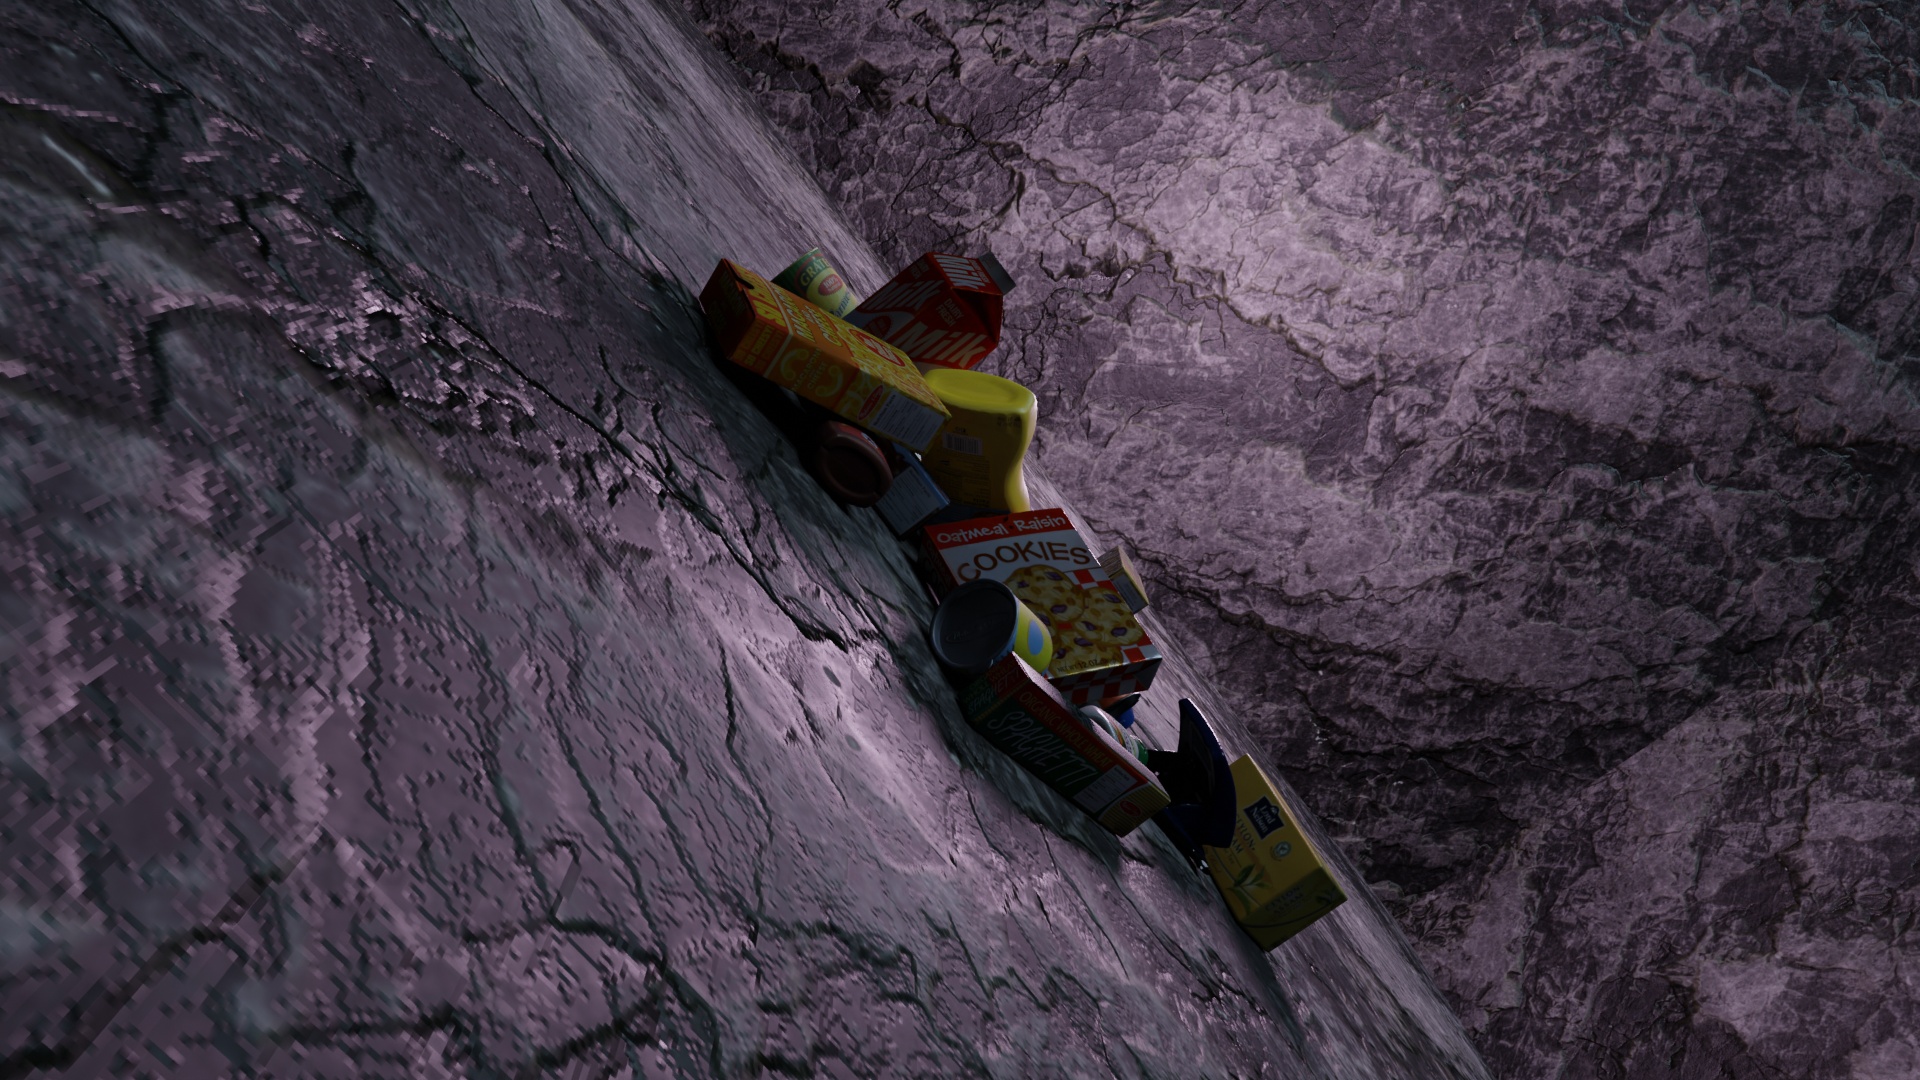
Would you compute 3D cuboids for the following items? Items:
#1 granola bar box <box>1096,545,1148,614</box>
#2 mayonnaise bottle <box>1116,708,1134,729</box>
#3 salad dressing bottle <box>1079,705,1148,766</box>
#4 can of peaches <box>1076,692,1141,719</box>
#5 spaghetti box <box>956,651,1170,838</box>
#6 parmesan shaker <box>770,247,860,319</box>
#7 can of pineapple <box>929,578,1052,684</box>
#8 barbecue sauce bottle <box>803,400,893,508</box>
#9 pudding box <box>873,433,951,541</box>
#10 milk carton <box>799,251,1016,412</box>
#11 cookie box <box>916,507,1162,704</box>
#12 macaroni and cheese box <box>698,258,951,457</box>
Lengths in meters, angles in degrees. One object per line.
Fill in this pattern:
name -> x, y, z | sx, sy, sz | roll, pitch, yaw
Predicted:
granola bar box -> 0.095, 0.060, 1.177 | 0.039, 0.124, 0.166 | 56, 7, -2
mayonnaise bottle -> 0.127, 0.110, 1.304 | 0.041, 0.065, 0.147 | -120, -169, -69
salad dressing bottle -> 0.122, 0.172, 1.142 | 0.064, 0.044, 0.147 | 61, 10, 21
can of peaches -> 0.114, 0.128, 1.198 | 0.058, 0.071, 0.071 | 55, 8, 19
spaghetti box -> 0.078, 0.148, 0.969 | 0.249, 0.050, 0.029 | 44, 10, -49
parmesan shaker -> -0.126, -0.213, 1.294 | 0.103, 0.071, 0.071 | 52, 8, -9
can of pineapple -> 0.021, 0.069, 0.934 | 0.057, 0.071, 0.071 | 45, 11, -49
barbecue sauce bottle -> -0.088, -0.078, 1.020 | 0.065, 0.043, 0.149 | 41, 12, -25
pudding box -> -0.051, -0.047, 1.079 | 0.083, 0.049, 0.030 | 52, 6, -5
milk carton -> -0.041, -0.163, 1.129 | 0.073, 0.190, 0.072 | 48, 9, -39
cookie box -> 0.056, 0.048, 1.040 | 0.168, 0.123, 0.040 | 59, -34, 39
macaroni and cheese box -> -0.098, -0.134, 1.002 | 0.166, 0.040, 0.124 | 25, 18, -31
